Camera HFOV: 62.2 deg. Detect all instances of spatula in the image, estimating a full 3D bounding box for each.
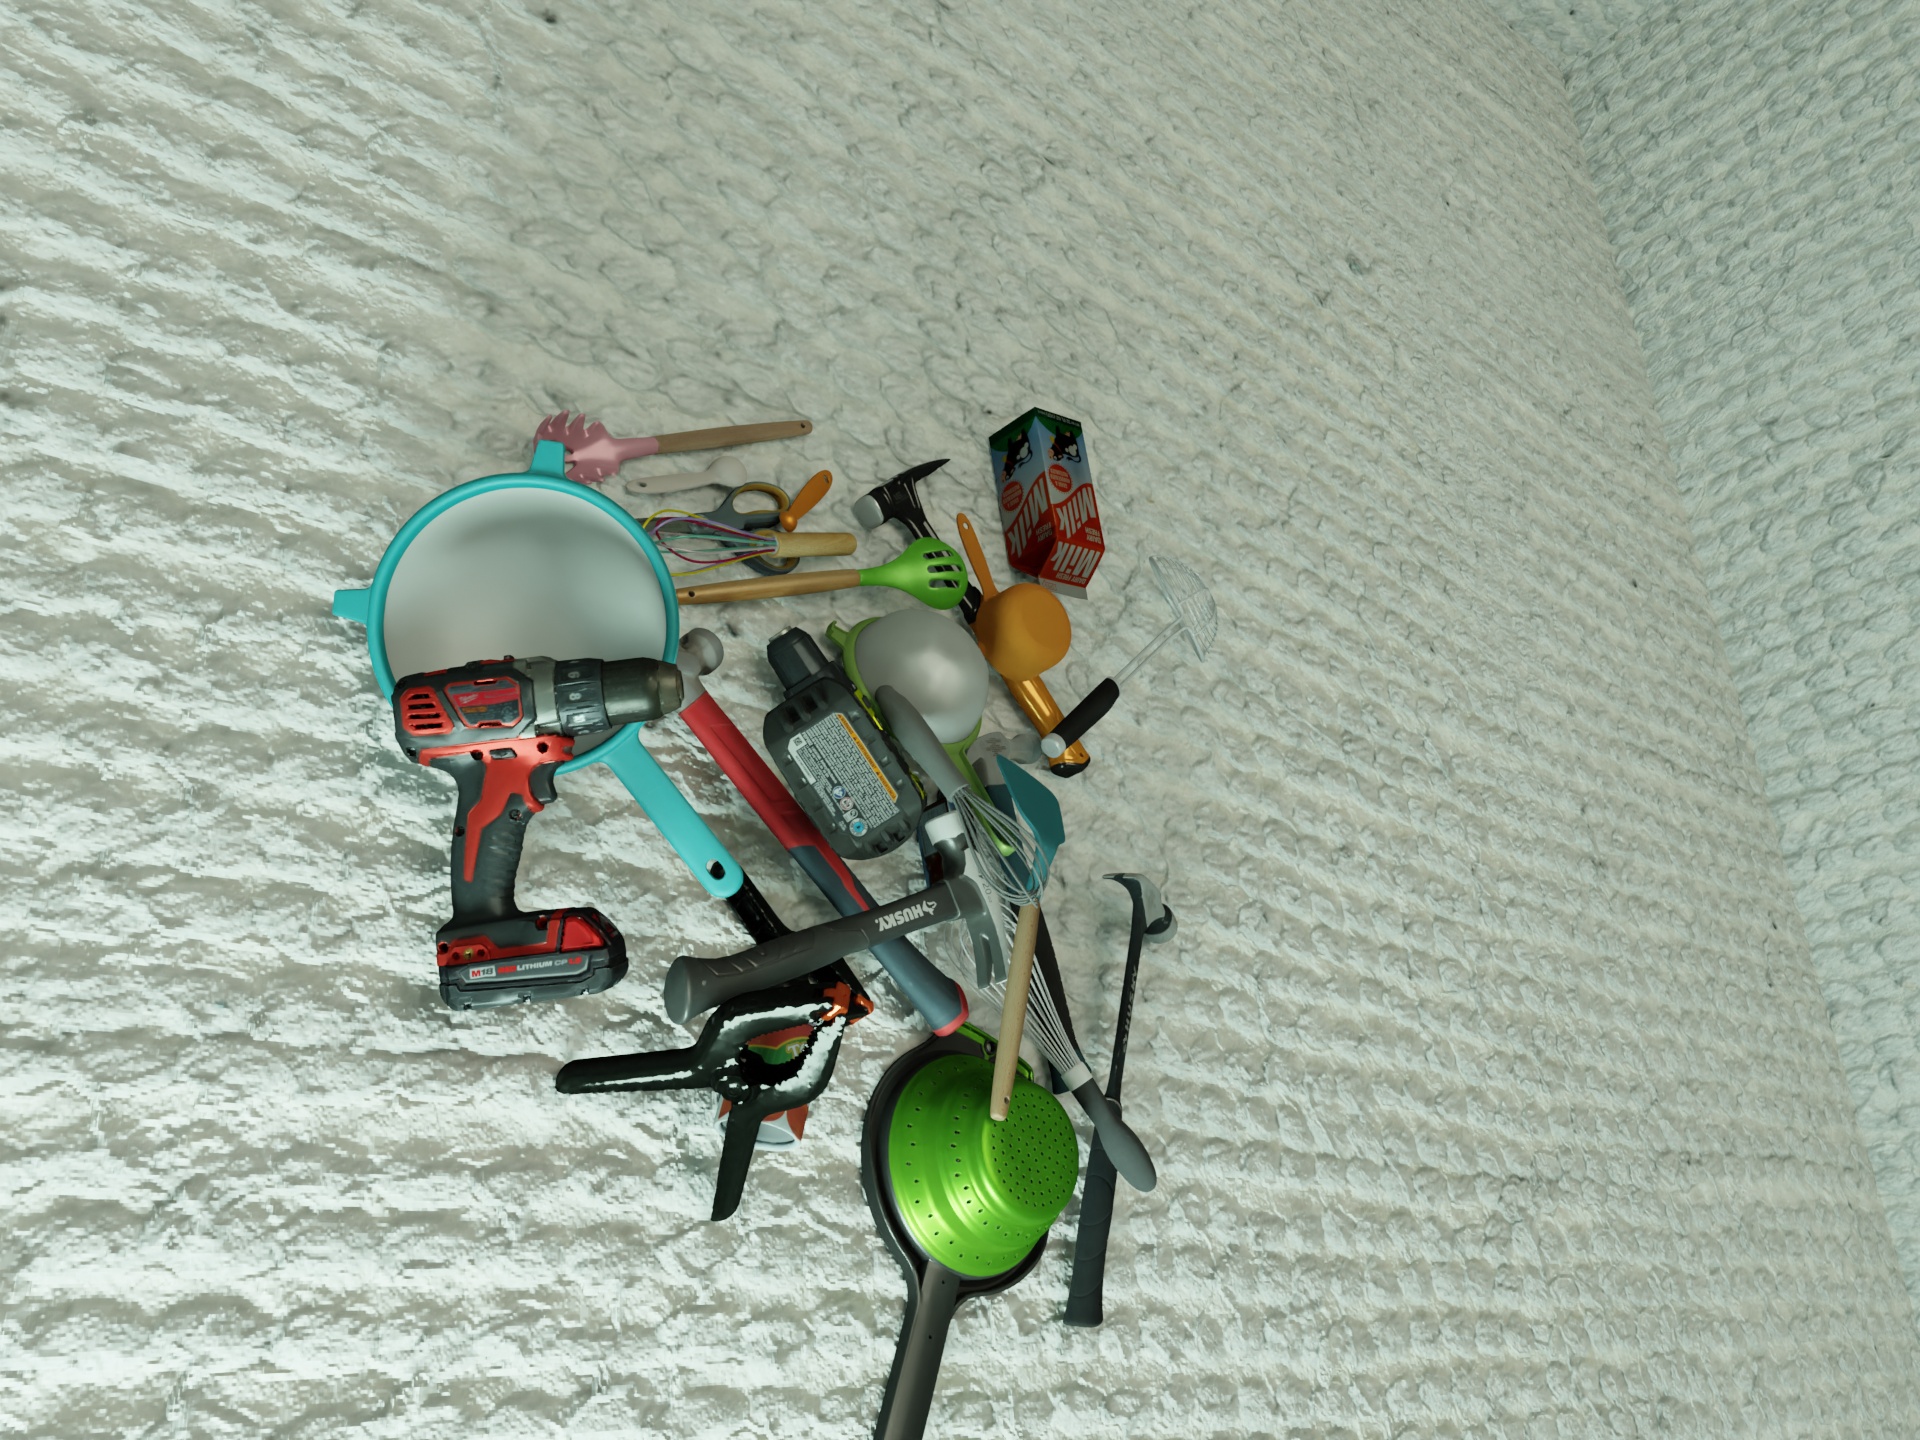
[{"bbox_3d":[0.047,0.173,1.304,0.082,0.044,0.318,36,51,-35],"label":"spatula"}]

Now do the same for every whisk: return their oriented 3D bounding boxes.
[{"bbox_3d":[0.081,0.273,1.345,0.070,0.070,0.285,-22,72,-47],"label":"whisk"},{"bbox_3d":[-0.174,-0.152,1.341,0.245,0.051,0.047,-8,72,-51],"label":"whisk"},{"bbox_3d":[-0.003,0.058,1.307,0.055,0.055,0.239,-11,54,-46],"label":"whisk"}]

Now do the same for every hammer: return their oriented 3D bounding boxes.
[{"bbox_3d":[-0.127,0.109,1.266,0.386,0.038,0.143,52,35,-10],"label":"hammer"},{"bbox_3d":[-0.088,0.171,1.215,0.334,0.035,0.146,-13,78,-48],"label":"hammer"},{"bbox_3d":[0.029,-0.094,1.537,0.127,0.034,0.337,-39,98,-45],"label":"hammer"},{"bbox_3d":[0.136,0.324,1.403,0.149,0.036,0.409,56,39,-51],"label":"hammer"},{"bbox_3d":[0.060,0.169,1.437,0.128,0.033,0.331,-1,71,-45],"label":"hammer"}]

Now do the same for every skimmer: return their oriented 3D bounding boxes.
[{"bbox_3d":[0.163,-0.056,1.620,0.363,0.090,0.127,-41,109,-42],"label":"skimmer"}]

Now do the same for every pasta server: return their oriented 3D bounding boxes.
[{"bbox_3d":[-0.236,-0.239,1.354,0.316,0.040,0.060,-19,92,-48],"label":"pasta server"}]

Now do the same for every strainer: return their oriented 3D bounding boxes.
[{"bbox_3d":[-0.265,-0.015,1.138,0.211,0.095,0.340,-38,95,-4],"label":"strainer"},{"bbox_3d":[-0.002,-0.004,1.392,0.151,0.069,0.257,-4,57,-47],"label":"strainer"}]

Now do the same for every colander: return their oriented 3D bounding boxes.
[{"bbox_3d":[0.008,0.412,1.222,0.204,0.094,0.397,37,49,-25],"label":"colander"}]

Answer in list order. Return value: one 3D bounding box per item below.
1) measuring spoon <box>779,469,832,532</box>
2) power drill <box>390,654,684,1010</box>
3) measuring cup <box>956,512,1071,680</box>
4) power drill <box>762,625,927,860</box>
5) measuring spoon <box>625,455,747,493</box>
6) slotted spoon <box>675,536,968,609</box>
[{"bbox_3d":[-0.135,-0.201,1.434,0.021,0.011,0.117,60,30,-21],"label":"measuring spoon"},{"bbox_3d":[-0.269,0.067,1.054,0.188,0.080,0.227,-7,88,-5],"label":"power drill"},{"bbox_3d":[0.047,-0.125,1.504,0.095,0.052,0.173,-22,89,-45],"label":"measuring cup"},{"bbox_3d":[-0.097,0.014,1.261,0.190,0.080,0.228,57,1,-7],"label":"power drill"},{"bbox_3d":[-0.231,-0.209,1.350,0.124,0.018,0.034,-19,54,-44],"label":"measuring spoon"},{"bbox_3d":[-0.112,-0.121,1.397,0.313,0.031,0.070,-10,83,-37],"label":"slotted spoon"}]
